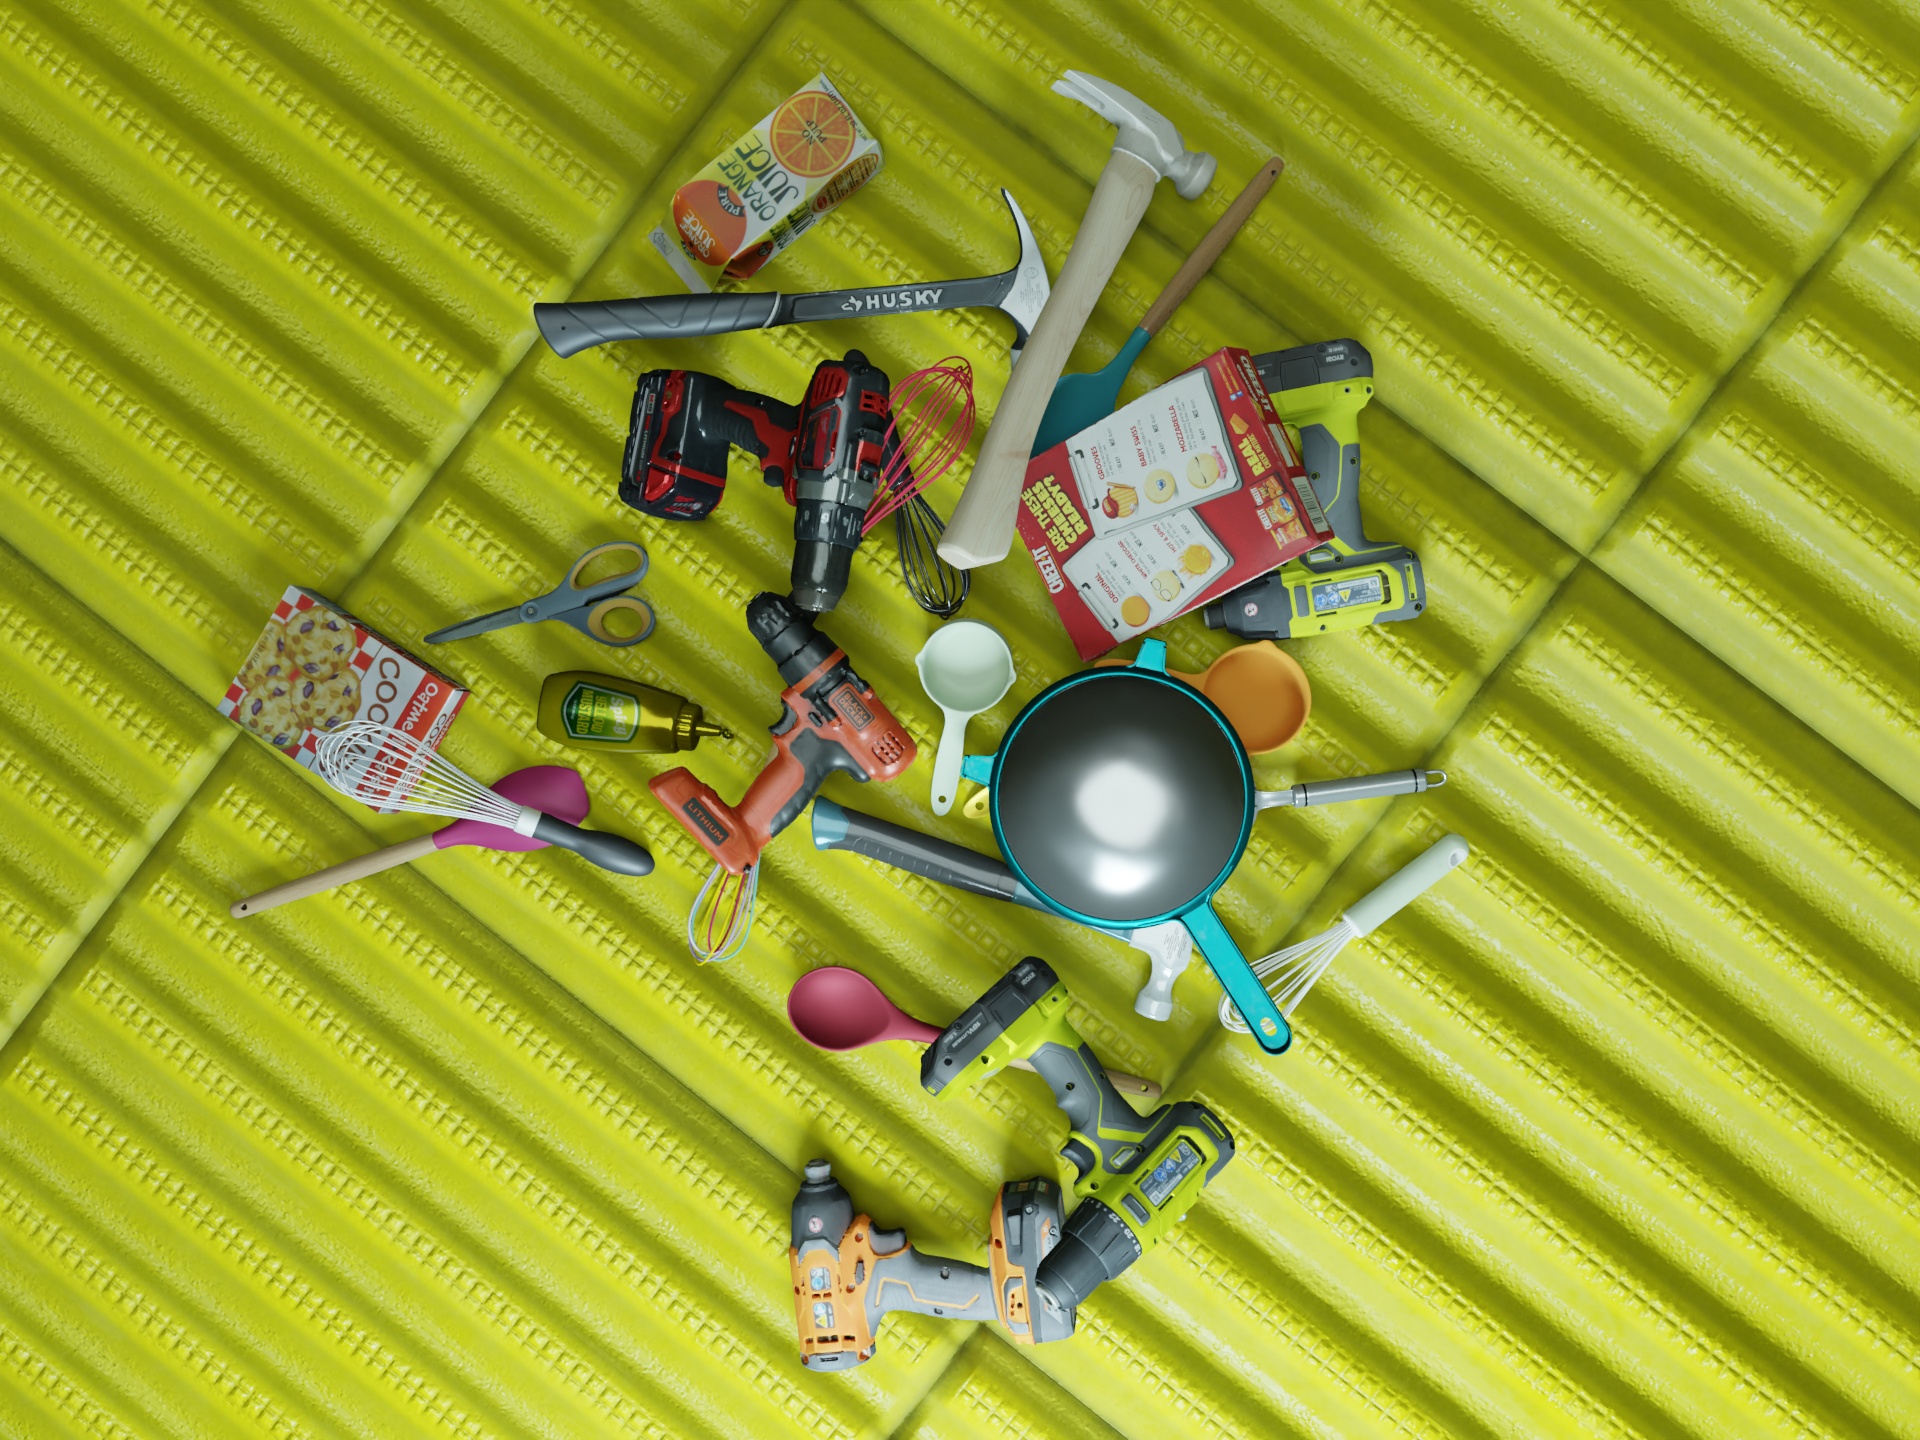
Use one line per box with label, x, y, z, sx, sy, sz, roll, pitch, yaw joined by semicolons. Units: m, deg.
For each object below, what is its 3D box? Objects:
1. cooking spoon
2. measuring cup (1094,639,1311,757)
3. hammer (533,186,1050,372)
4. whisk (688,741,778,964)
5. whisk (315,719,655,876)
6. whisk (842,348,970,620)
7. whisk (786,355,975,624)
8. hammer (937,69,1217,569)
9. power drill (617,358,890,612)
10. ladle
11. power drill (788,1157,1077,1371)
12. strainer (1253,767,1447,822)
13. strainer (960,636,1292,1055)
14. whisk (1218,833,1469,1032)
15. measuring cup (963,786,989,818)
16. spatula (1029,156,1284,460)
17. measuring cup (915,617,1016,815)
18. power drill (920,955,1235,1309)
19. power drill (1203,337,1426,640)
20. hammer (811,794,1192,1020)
cooking spoon;-0.465;0.110;1.338;0.319;0.017;0.069;-19;88;3
measuring cup;0.194;-0.026;1.285;0.173;0.052;0.095;12;91;6
hammer;-0.131;-0.332;1.262;0.409;0.036;0.149;-6;111;-4
whisk;-0.168;0.088;1.310;0.051;0.047;0.245;22;88;4
whisk;-0.383;0.070;1.292;0.284;0.070;0.070;22;91;-13
whisk;-0.049;-0.195;1.302;0.055;0.055;0.239;-21;85;3
whisk;-0.077;-0.164;1.264;0.073;0.073;0.295;38;113;2
hammer;0.067;-0.305;1.220;0.146;0.038;0.411;28;74;-17
power drill;-0.159;-0.186;1.238;0.227;0.080;0.188;10;91;35
ladle;0.012;0.266;1.308;0.315;0.031;0.069;14;84;1
power drill;-0.028;0.429;1.285;0.226;0.084;0.164;-8;88;7
strainer;0.266;0.061;1.287;0.258;0.050;0.086;-8;105;0
strainer;0.156;0.117;1.220;0.211;0.095;0.340;-33;86;8
whisk;0.310;0.170;1.284;0.246;0.059;0.057;-37;125;-1
measuring cup;0.071;0.039;1.310;0.156;0.029;0.062;-29;88;15
spatula;0.158;-0.336;1.293;0.082;0.044;0.317;41;84;-28
measuring cup;-0.002;-0.004;1.309;0.083;0.038;0.167;11;107;2
power drill;0.076;0.317;1.235;0.190;0.080;0.228;-38;78;-25
power drill;0.266;-0.178;1.269;0.171;0.080;0.223;-10;92;8
hammer;0.032;0.133;1.303;0.331;0.033;0.128;18;92;3
